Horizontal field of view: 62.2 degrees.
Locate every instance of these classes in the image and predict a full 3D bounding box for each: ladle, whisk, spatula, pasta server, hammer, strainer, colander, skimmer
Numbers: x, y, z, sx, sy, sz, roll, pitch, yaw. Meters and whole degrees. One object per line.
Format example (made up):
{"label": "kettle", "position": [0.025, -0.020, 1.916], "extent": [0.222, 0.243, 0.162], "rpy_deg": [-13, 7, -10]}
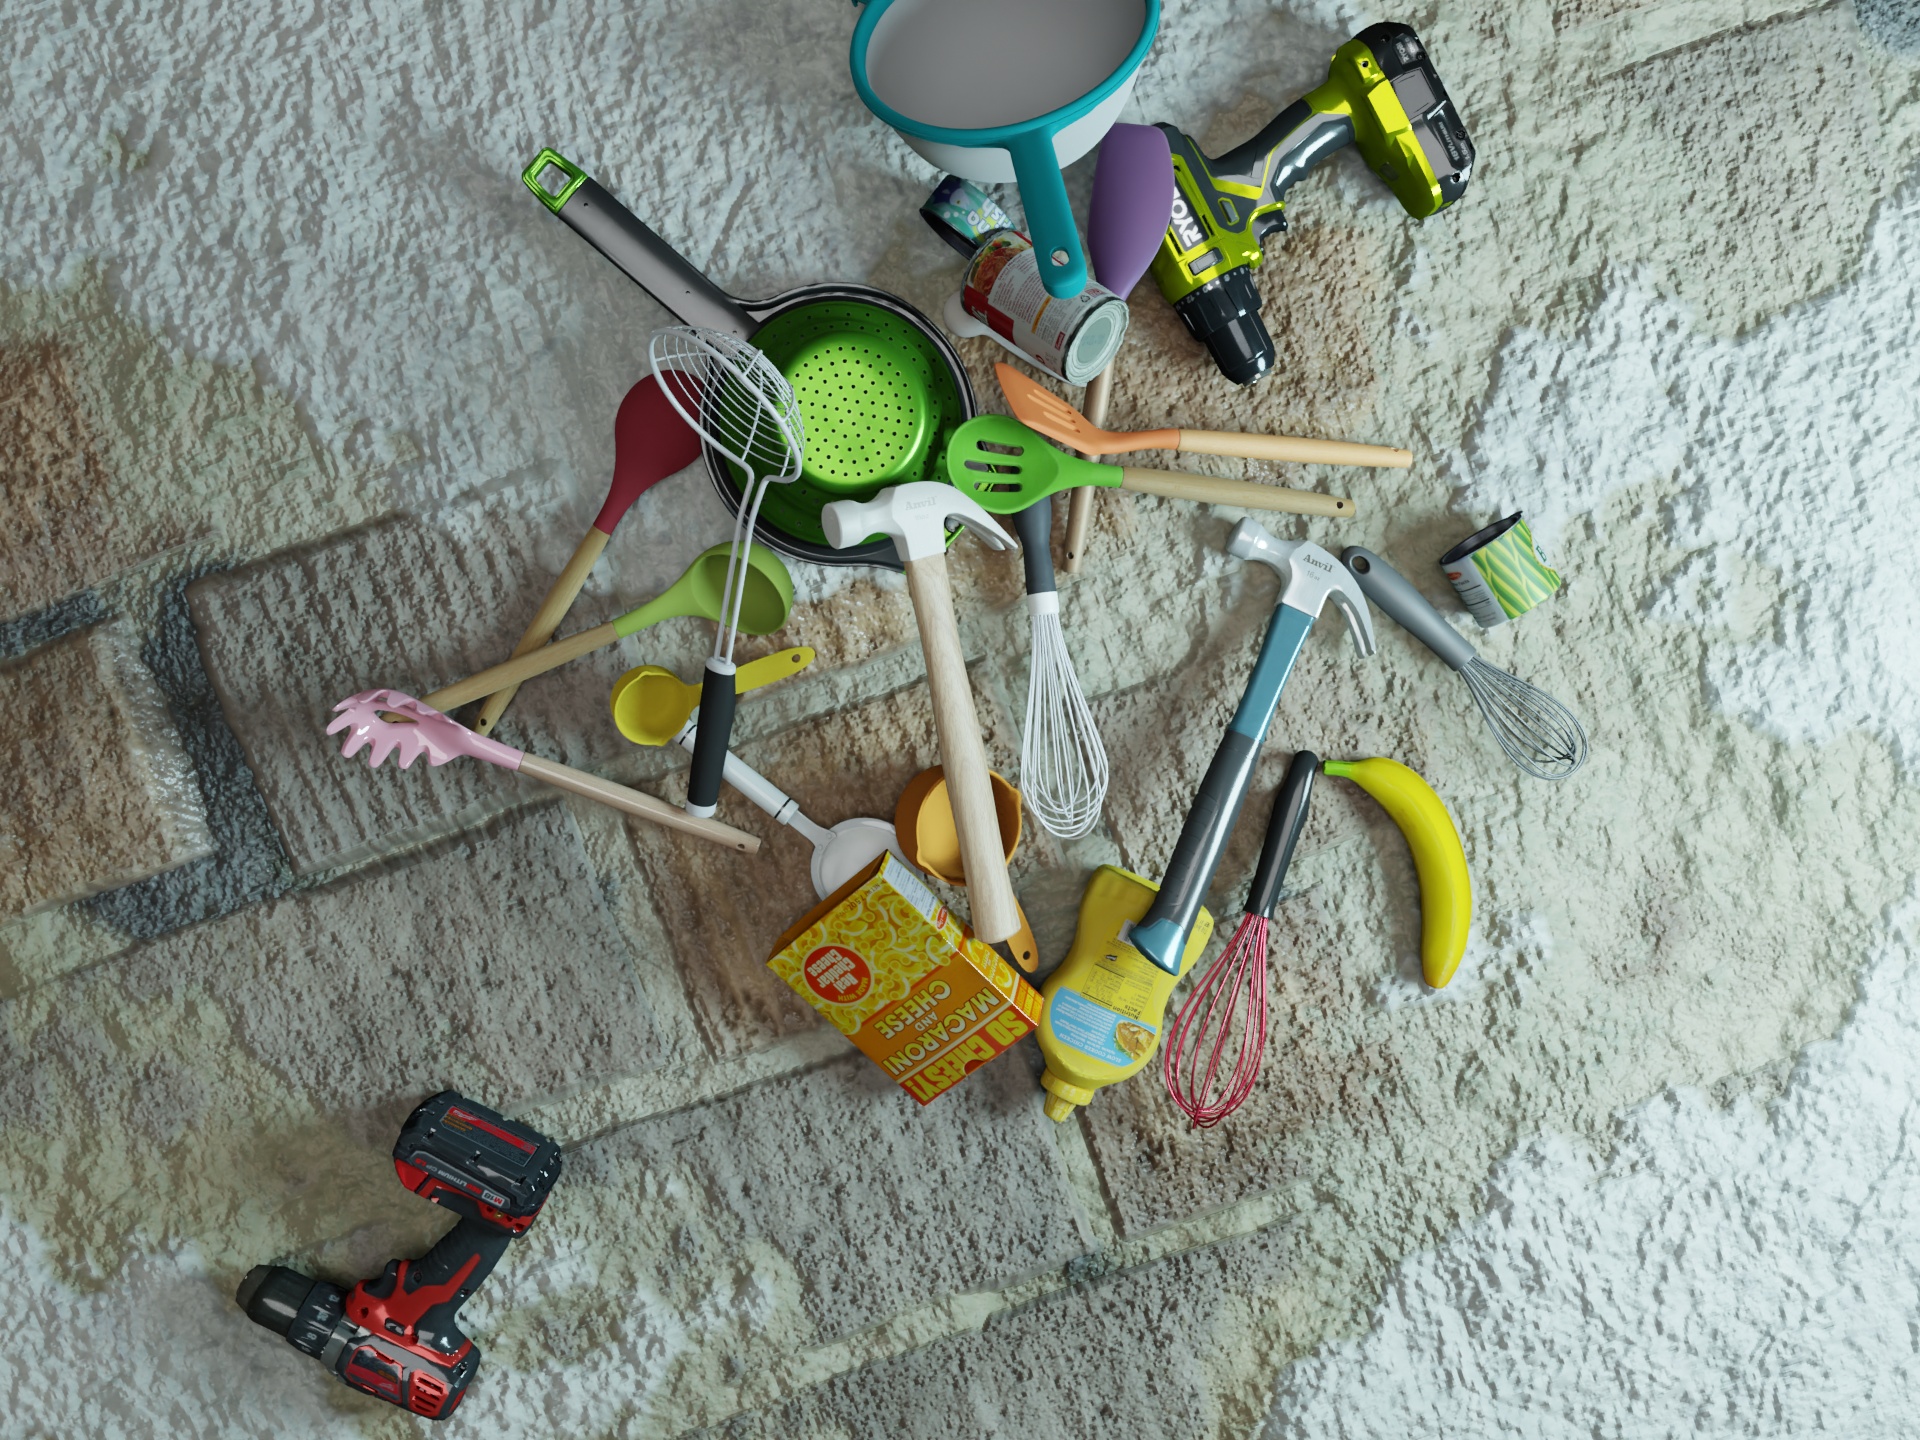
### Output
{"label": "ladle", "position": [-0.274, -0.050, 1.154], "extent": [0.320, 0.062, 0.078], "rpy_deg": [-22, 128, -1]}
{"label": "whisk", "position": [0.370, -0.044, 1.179], "extent": [0.239, 0.055, 0.055], "rpy_deg": [44, 94, 1]}
{"label": "whisk", "position": [0.216, 0.163, 1.190], "extent": [0.073, 0.073, 0.296], "rpy_deg": [17, 90, -2]}
{"label": "spatula", "position": [0.104, -0.259, 1.137], "extent": [0.060, 0.018, 0.315], "rpy_deg": [14, 108, 18]}
{"label": "pasta server", "position": [-0.296, 0.044, 1.158], "extent": [0.316, 0.040, 0.060], "rpy_deg": [21, 124, -14]}
{"label": "hammer", "position": [0.200, 0.024, 1.155], "extent": [0.128, 0.033, 0.331], "rpy_deg": [24, 82, -2]}
{"label": "strainer", "position": [-0.125, 0.075, 1.187], "extent": [0.258, 0.050, 0.087], "rpy_deg": [38, 107, 0]}
{"label": "whisk", "position": [0.066, -0.054, 1.168], "extent": [0.070, 0.070, 0.284], "rpy_deg": [-7, 90, 0]}
{"label": "hammer", "position": [-0.002, -0.004, 1.115], "extent": [0.130, 0.031, 0.331], "rpy_deg": [-18, 103, -26]}
{"label": "strainer", "position": [0.046, -0.388, 1.065], "extent": [0.211, 0.095, 0.341], "rpy_deg": [-13, 61, 6]}
{"label": "colander", "position": [-0.144, -0.263, 1.108], "extent": [0.397, 0.094, 0.204], "rpy_deg": [40, 88, -9]}
{"label": "spatula", "position": [0.179, -0.206, 1.130], "extent": [0.322, 0.081, 0.041], "rpy_deg": [2, 130, -15]}
{"label": "ladle", "position": [-0.279, -0.120, 1.175], "extent": [0.069, 0.031, 0.315], "rpy_deg": [32, 96, -4]}
{"label": "skimmer", "position": [-0.176, -0.087, 1.078], "extent": [0.127, 0.090, 0.363], "rpy_deg": [28, 119, 30]}

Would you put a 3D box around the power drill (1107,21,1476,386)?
{"label": "power drill", "position": [0.239, -0.367, 1.131], "extent": [0.228, 0.080, 0.190], "rpy_deg": [-28, 94, 5]}

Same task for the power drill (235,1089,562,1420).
{"label": "power drill", "position": [-0.422, 0.397, 1.197], "extent": [0.188, 0.080, 0.226], "rpy_deg": [27, 97, -2]}

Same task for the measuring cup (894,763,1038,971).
{"label": "measuring cup", "position": [0.011, 0.111, 1.183], "extent": [0.095, 0.052, 0.173], "rpy_deg": [-32, 111, -23]}

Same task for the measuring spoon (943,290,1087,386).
{"label": "measuring spoon", "position": [0.044, -0.278, 1.165], "extent": [0.124, 0.018, 0.034], "rpy_deg": [27, 94, -3]}

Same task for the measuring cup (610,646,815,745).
{"label": "measuring cup", "position": [-0.183, -0.029, 1.174], "extent": [0.156, 0.029, 0.062], "rpy_deg": [-20, 122, -20]}

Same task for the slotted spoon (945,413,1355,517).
{"label": "slotted spoon", "position": [0.139, -0.170, 1.146], "extent": [0.313, 0.031, 0.070], "rpy_deg": [5, 86, -13]}
